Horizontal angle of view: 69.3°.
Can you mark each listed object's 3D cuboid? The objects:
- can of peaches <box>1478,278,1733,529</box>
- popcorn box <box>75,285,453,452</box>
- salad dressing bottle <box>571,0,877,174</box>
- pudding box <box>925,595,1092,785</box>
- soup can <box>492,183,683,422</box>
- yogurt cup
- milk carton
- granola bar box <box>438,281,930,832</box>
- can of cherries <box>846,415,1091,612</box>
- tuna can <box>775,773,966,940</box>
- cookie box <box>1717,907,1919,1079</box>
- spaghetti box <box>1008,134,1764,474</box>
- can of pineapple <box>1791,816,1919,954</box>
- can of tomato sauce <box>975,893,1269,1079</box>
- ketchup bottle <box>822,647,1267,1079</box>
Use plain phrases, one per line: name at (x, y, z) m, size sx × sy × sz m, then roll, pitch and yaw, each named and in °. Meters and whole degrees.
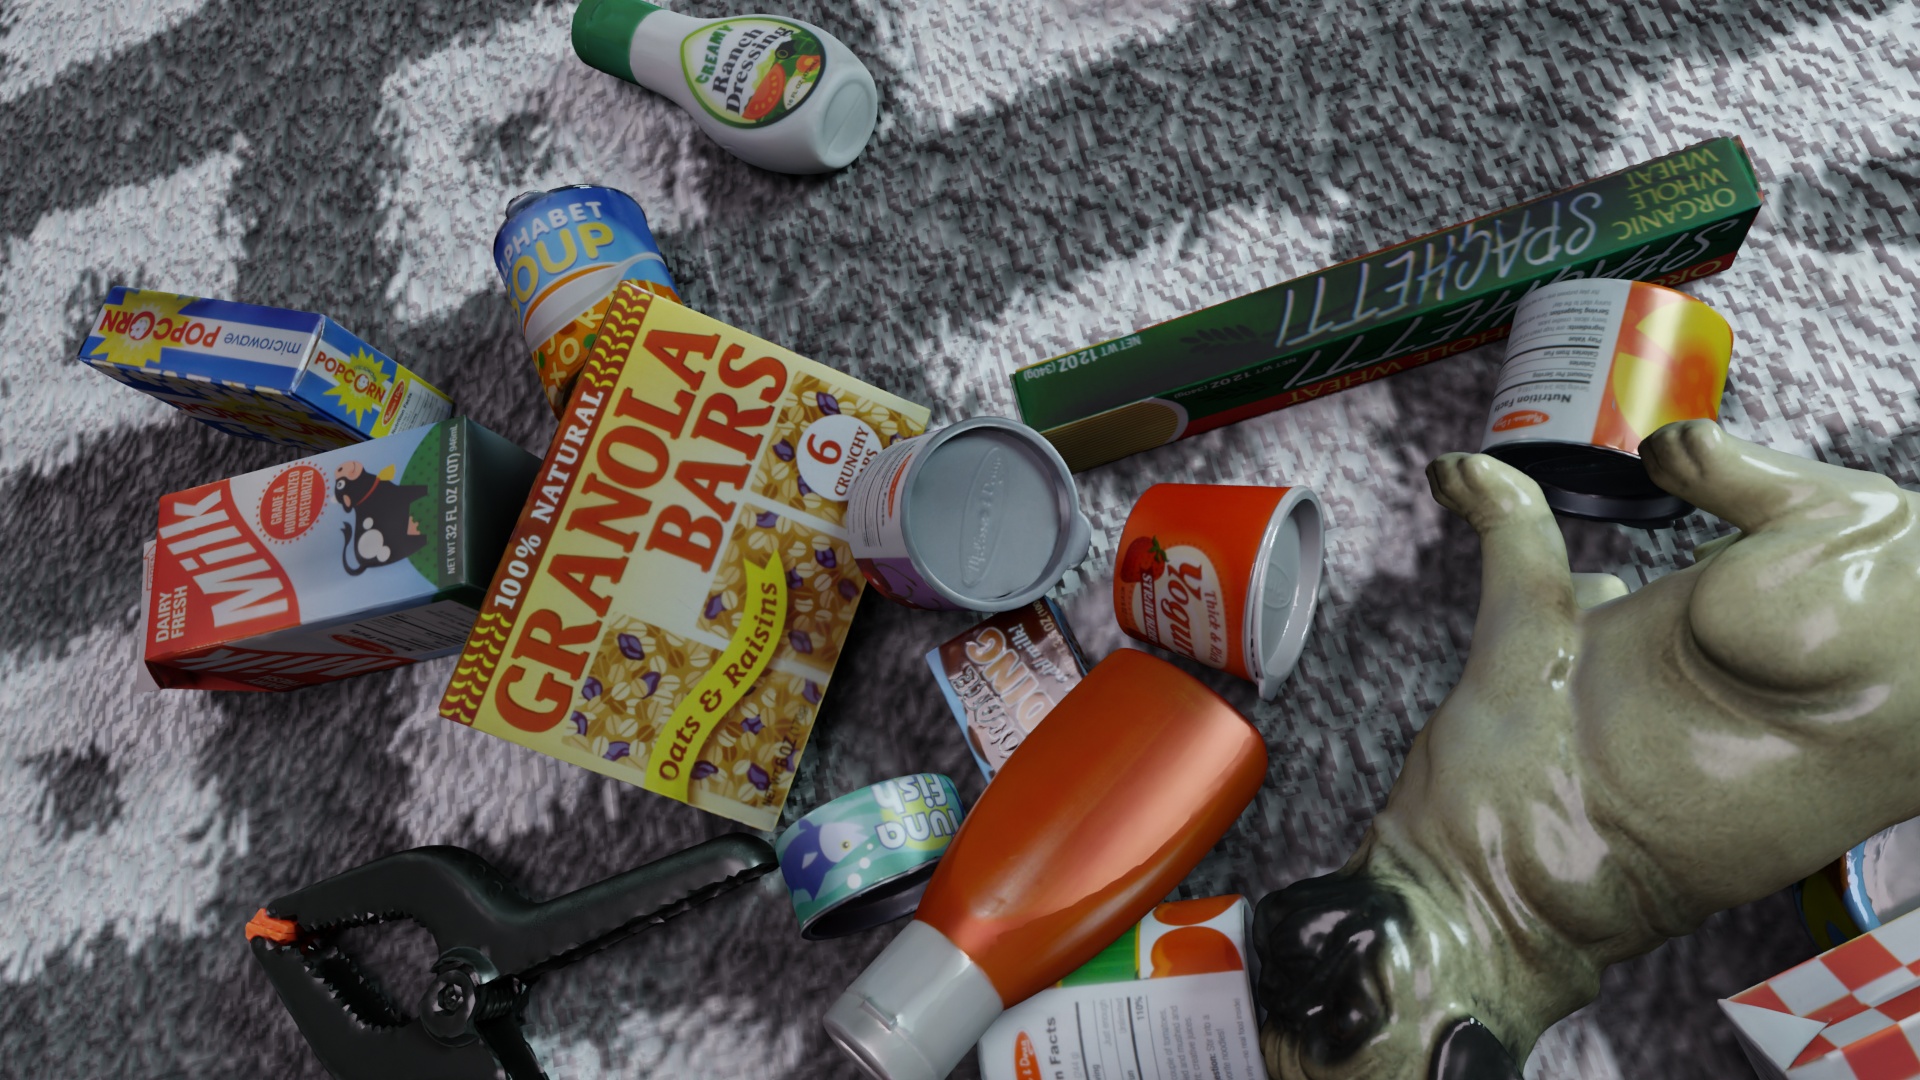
can of peaches at (0.207, -0.043, 0.445) m, size 0.071 × 0.071 × 0.058 m, roll 14°, pitch 77°, yaw 22°
popcorn box at (-0.302, -0.070, 0.608) m, size 0.127 × 0.085 × 0.038 m, roll 10°, pitch 75°, yaw 21°
salad dressing bottle at (-0.107, -0.207, 0.612) m, size 0.148 × 0.044 × 0.064 m, roll 26°, pitch 84°, yaw 24°
pudding box at (0.028, 0.066, 0.486) m, size 0.049 × 0.030 × 0.084 m, roll -30°, pitch 66°, yaw 7°
soup can at (-0.151, -0.095, 0.575) m, size 0.071 × 0.071 × 0.084 m, roll -30°, pitch 66°, yaw 7°
yogurt cup at (0.086, 0.011, 0.467) m, size 0.054 × 0.072 × 0.072 m, roll 11°, pitch 77°, yaw 29°
milk carton at (-0.263, 0.013, 0.575) m, size 0.190 × 0.073 × 0.072 m, roll -13°, pitch 69°, yaw 14°
granola bar box at (-0.098, 0.007, 0.511) m, size 0.124 × 0.039 × 0.166 m, roll 22°, pitch 79°, yaw -10°
can of cherries at (0.002, -0.006, 0.489) m, size 0.071 × 0.058 × 0.071 m, roll 2°, pitch 86°, yaw -24°
tuna can at (-0.026, 0.106, 0.469) m, size 0.071 × 0.071 × 0.033 m, roll -27°, pitch 66°, yaw 8°
cookie box at (0.281, 0.159, 0.328) m, size 0.123 × 0.040 × 0.167 m, roll -30°, pitch 94°, yaw 9°
spaghetti box at (0.142, -0.077, 0.485) m, size 0.250 × 0.050 × 0.029 m, roll -17°, pitch 70°, yaw 12°
can of pineapple at (0.271, 0.094, 0.381) m, size 0.071 × 0.057 × 0.071 m, roll -6°, pitch 71°, yaw 17°
can of tomato sauce at (0.053, 0.147, 0.433) m, size 0.083 × 0.071 × 0.071 m, roll -11°, pitch 70°, yaw 14°
ketchup bottle at (0.024, 0.099, 0.412) m, size 0.065 × 0.043 × 0.149 m, roll 32°, pitch 61°, yaw 32°
